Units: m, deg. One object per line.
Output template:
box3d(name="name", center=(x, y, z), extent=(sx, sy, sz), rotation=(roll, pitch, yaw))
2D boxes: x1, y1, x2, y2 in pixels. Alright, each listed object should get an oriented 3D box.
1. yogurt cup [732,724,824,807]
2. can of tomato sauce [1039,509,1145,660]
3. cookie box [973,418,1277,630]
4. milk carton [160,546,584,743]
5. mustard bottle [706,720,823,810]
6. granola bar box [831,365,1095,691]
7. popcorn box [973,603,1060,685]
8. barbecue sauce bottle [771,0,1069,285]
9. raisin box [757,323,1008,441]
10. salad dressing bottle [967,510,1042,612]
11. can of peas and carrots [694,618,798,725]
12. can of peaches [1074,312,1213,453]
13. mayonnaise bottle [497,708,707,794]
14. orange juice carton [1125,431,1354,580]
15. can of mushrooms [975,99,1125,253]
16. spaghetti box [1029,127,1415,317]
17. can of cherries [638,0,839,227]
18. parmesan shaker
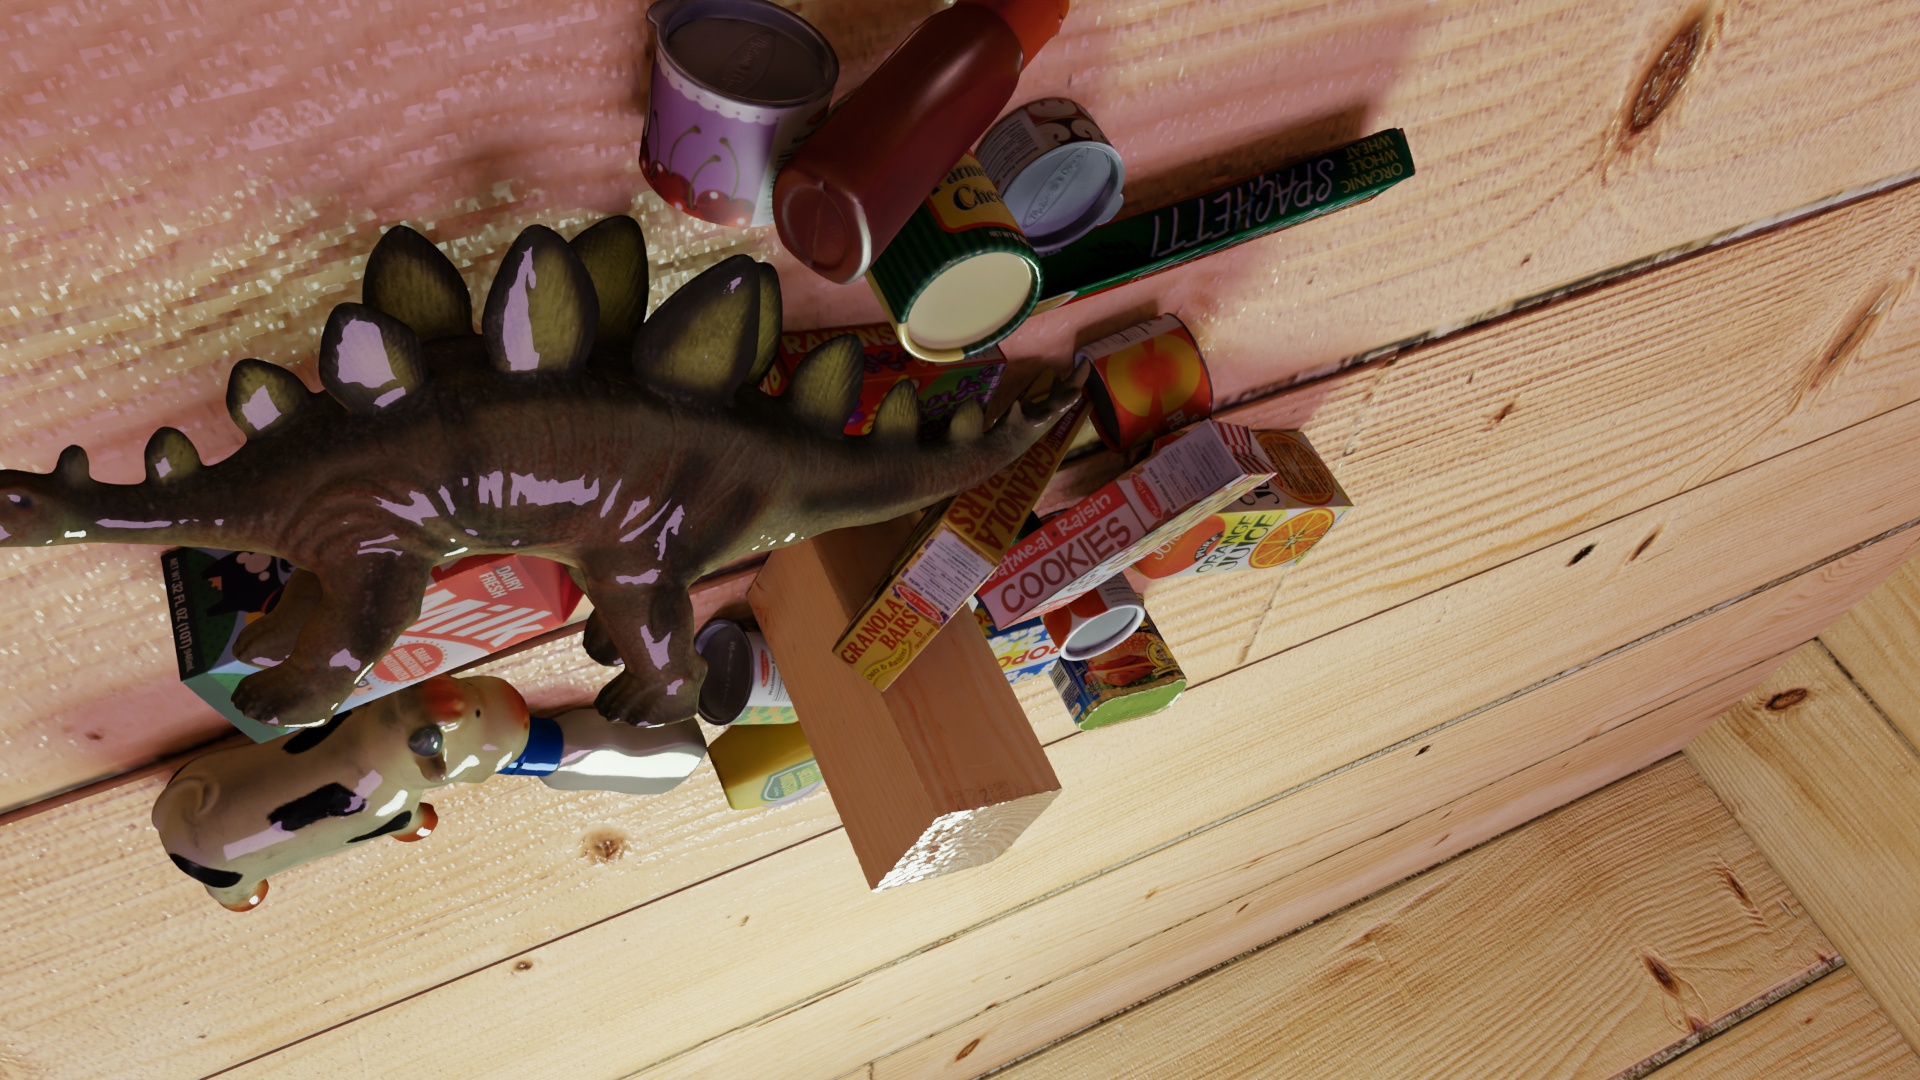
box3d(name="yogurt cup", center=(-0.131, 0.158, 1.012), extent=(0.072, 0.054, 0.072), rotation=(-21, 150, -12))
box3d(name="can of tomato sauce", center=(0.078, 0.032, 0.956), extent=(0.071, 0.083, 0.071), rotation=(-21, 150, -13))
box3d(name="cookie box", center=(0.097, -0.011, 0.821), extent=(0.167, 0.040, 0.123), rotation=(-33, 171, 19))
box3d(name="milk carton", center=(-0.256, 0.016, 0.650), extent=(0.191, 0.072, 0.073), rotation=(-23, 151, -10))
box3d(name="mustard bottle", center=(-0.088, 0.129, 0.935), extent=(0.160, 0.049, 0.065), rotation=(-22, 153, -11))
box3d(name="granola bar box", center=(0.003, -0.010, 0.764), extent=(0.123, 0.039, 0.166), rotation=(-49, -175, 40))
box3d(name="popcorn box", center=(0.019, 0.077, 1.025), extent=(0.127, 0.038, 0.084), rotation=(-13, 149, -26))
box3d(name="barbecue sauce bottle", center=(-0.011, -0.166, 0.525), extent=(0.149, 0.044, 0.064), rotation=(-54, 176, -23))
box3d(name="raisin box", center=(-0.047, -0.070, 0.726), extent=(0.124, 0.040, 0.085), rotation=(-10, 148, -29))
box3d(name="salad dressing bottle", center=(-0.007, 0.030, 0.919), extent=(0.064, 0.044, 0.147), rotation=(25, 121, -40))
box3d(name="can of peas and carrots", center=(-0.132, 0.083, 0.879), extent=(0.059, 0.071, 0.070), rotation=(8, 136, -48))
box3d(name="can of peaches", center=(0.105, -0.088, 0.797), extent=(0.058, 0.071, 0.071), rotation=(-22, 151, -8))
box3d(name="mayonnaise bottle", center=(-0.237, 0.135, 0.898), extent=(0.064, 0.041, 0.148), rotation=(-43, 147, 22))
box3d(name="orange juice carton", center=(0.171, -0.025, 0.954), extent=(0.193, 0.073, 0.071), rotation=(-4, 144, -36))
box3d(name="can of mushrooms", center=(0.042, -0.169, 0.648), extent=(0.071, 0.033, 0.070), rotation=(-21, 150, -13))
box3d(name="spaghetti box", center=(0.115, -0.159, 0.712), extent=(0.251, 0.028, 0.050), rotation=(-21, -179, -13))
box3d(name="can of cherries", center=(-0.086, -0.161, 0.519), extent=(0.072, 0.072, 0.058), rotation=(-11, 148, -28))
box3d(name="parmesan shaker", center=(-0.014, -0.133, 0.584), extent=(0.071, 0.103, 0.071), rotation=(-21, 151, -12))
